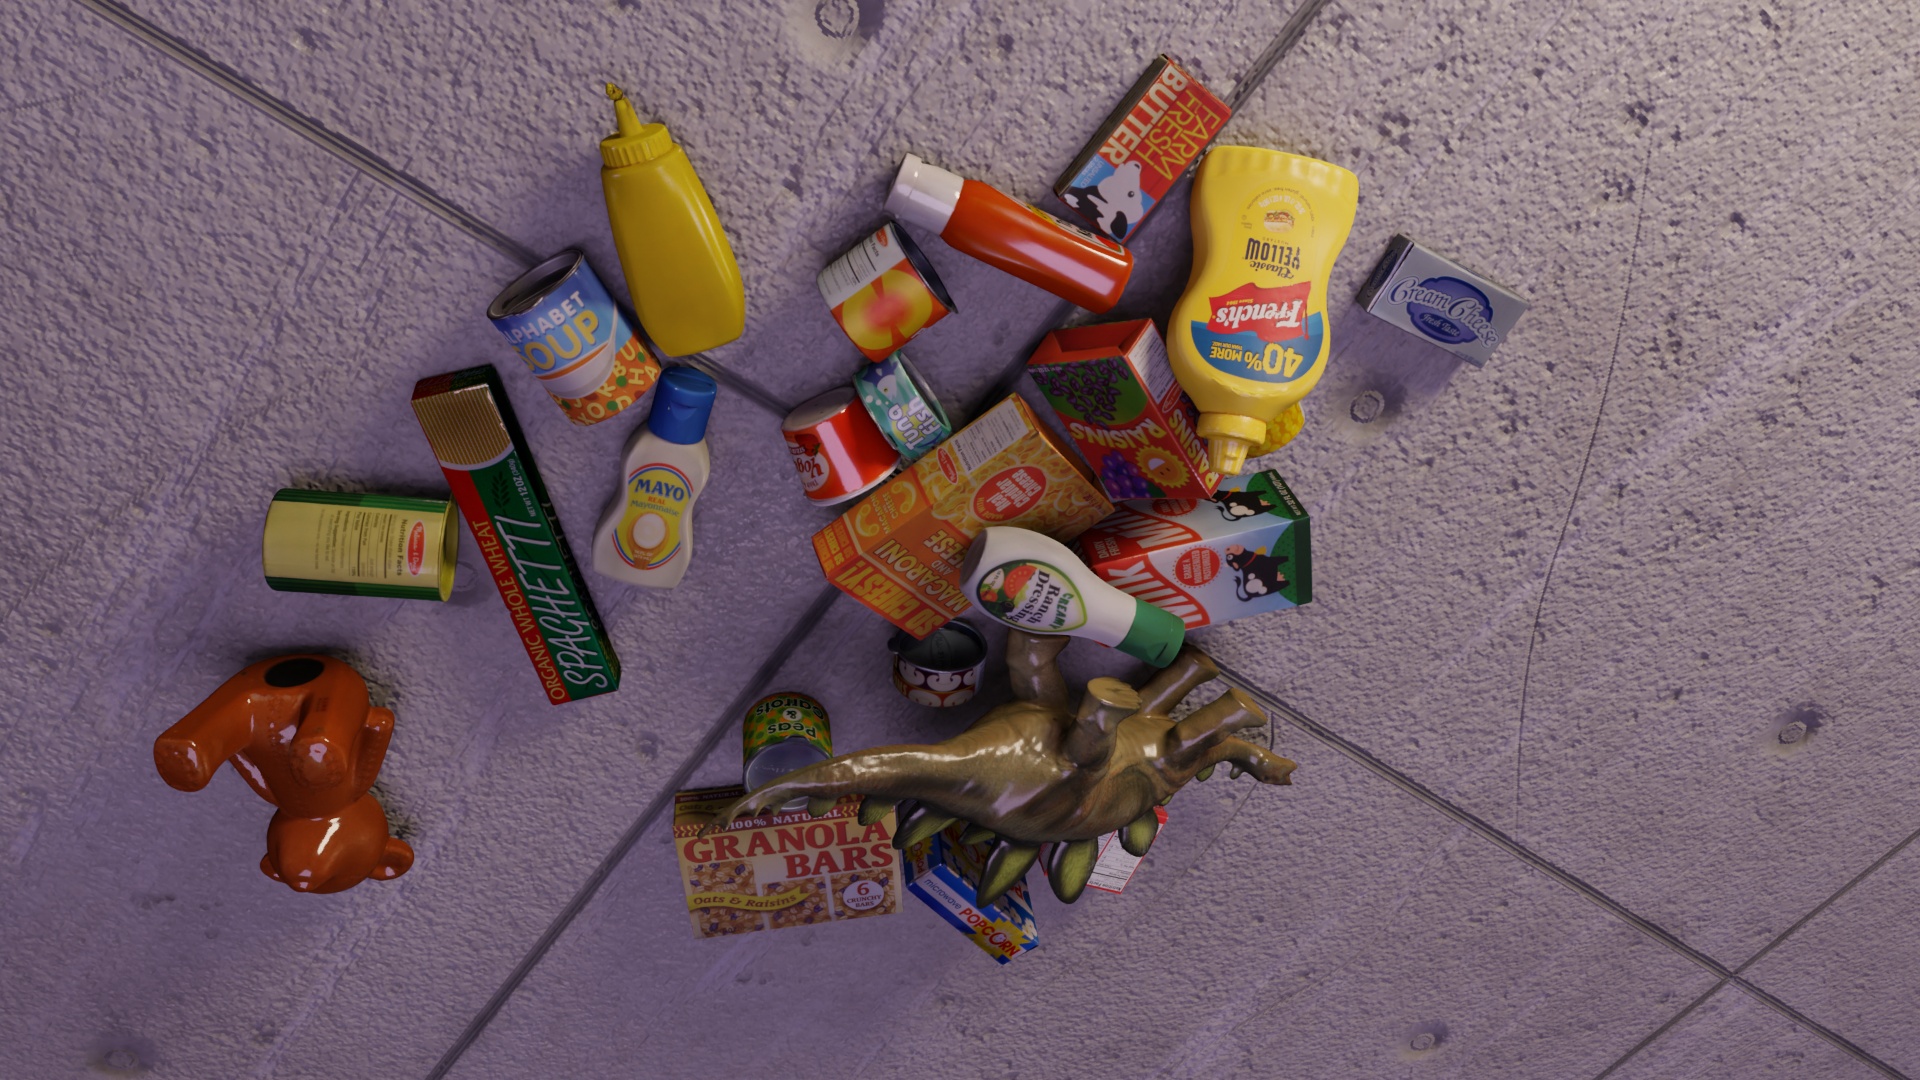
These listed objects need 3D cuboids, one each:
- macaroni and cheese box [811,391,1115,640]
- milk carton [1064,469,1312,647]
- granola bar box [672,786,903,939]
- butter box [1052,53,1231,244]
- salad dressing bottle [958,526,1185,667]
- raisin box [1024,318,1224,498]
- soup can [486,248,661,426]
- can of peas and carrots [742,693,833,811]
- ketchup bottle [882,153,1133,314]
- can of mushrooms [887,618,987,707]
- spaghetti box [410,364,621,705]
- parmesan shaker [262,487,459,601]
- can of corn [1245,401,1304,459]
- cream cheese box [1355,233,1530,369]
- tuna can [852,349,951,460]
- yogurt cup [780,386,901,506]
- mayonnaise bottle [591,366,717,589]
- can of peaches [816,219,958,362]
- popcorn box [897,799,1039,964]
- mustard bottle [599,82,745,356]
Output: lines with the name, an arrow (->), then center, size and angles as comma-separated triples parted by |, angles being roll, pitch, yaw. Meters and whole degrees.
macaroni and cheese box -> 0.003, -0.012, 0.922 | 0.166, 0.040, 0.123 | -34, 144, 13
milk carton -> 0.141, 0.016, 0.965 | 0.191, 0.072, 0.073 | -12, 122, -2
granola bar box -> -0.131, 0.243, 1.079 | 0.166, 0.039, 0.123 | -6, 122, -5
butter box -> 0.109, -0.234, 0.836 | 0.053, 0.024, 0.103 | 32, 111, -24
salad dressing bottle -> 0.074, 0.039, 0.900 | 0.148, 0.044, 0.064 | 23, 119, -13
raisin box -> 0.109, -0.082, 0.894 | 0.123, 0.086, 0.040 | 53, 56, -30
soup can -> -0.228, -0.118, 0.823 | 0.071, 0.071, 0.083 | -28, 122, 8
can of peas and carrots -> -0.126, 0.152, 1.012 | 0.071, 0.059, 0.070 | -4, 121, -7
ketchup bottle -> 0.028, -0.184, 0.833 | 0.149, 0.065, 0.043 | 22, 102, -12
can of mushrooms -> -0.017, 0.086, 0.986 | 0.071, 0.071, 0.033 | 0, 122, -9
spaghetti box -> -0.286, 0.004, 0.914 | 0.050, 0.029, 0.248 | -14, 122, 0
parmesan shaker -> -0.375, 0.000, 0.876 | 0.103, 0.071, 0.071 | 5, 120, -11
can of corn -> 0.184, -0.093, 0.909 | 0.071, 0.071, 0.058 | -25, 122, 6
cream cheese box -> 0.318, -0.157, 0.917 | 0.104, 0.024, 0.053 | 21, 115, -20
tuna can -> -0.036, -0.085, 0.875 | 0.033, 0.071, 0.071 | -33, 121, 10
yogurt cup -> -0.079, -0.062, 0.888 | 0.072, 0.073, 0.053 | -24, 114, 6
mayonnaise bottle -> -0.193, -0.040, 0.894 | 0.065, 0.041, 0.147 | 14, 118, -15
can of peaches -> -0.044, -0.148, 0.838 | 0.058, 0.071, 0.071 | -33, 121, 12
popcorn box -> 0.005, 0.262, 1.085 | 0.038, 0.085, 0.126 | -36, 120, 14
mustard bottle -> -0.172, -0.187, 0.804 | 0.065, 0.049, 0.159 | -14, 122, -1
